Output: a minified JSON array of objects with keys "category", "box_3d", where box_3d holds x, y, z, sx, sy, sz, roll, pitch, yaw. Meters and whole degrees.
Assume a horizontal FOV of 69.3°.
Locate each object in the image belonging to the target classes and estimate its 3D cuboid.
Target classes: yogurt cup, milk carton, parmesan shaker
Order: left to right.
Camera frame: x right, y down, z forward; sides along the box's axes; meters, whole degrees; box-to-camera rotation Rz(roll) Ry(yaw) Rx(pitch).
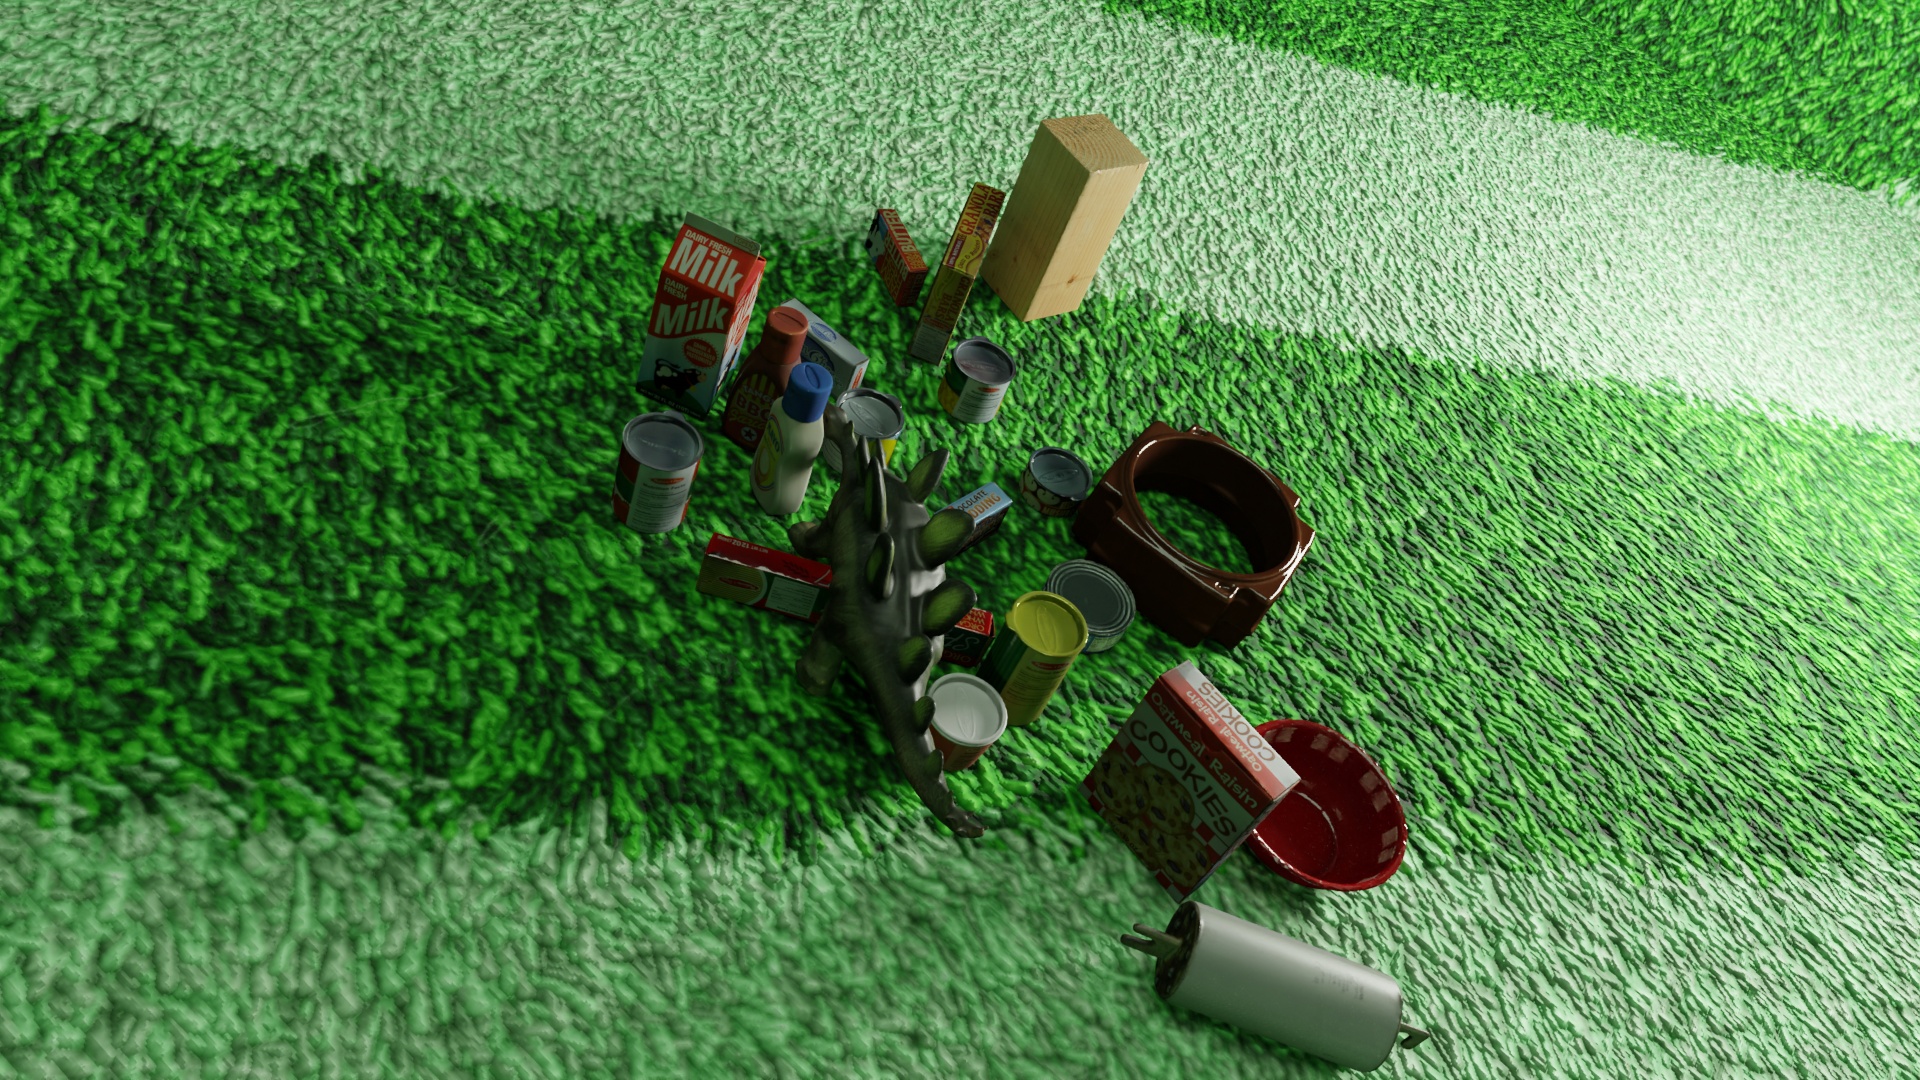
[{"category":"milk carton","box_3d":[-0.230,-0.206,1.241,0.072,0.189,0.074,24,45,-2]},{"category":"yogurt cup","box_3d":[-0.002,0.149,1.118,0.072,0.053,0.073,12,47,-13]},{"category":"parmesan shaker","box_3d":[0.054,0.098,1.153,0.071,0.102,0.072,12,47,-13]}]

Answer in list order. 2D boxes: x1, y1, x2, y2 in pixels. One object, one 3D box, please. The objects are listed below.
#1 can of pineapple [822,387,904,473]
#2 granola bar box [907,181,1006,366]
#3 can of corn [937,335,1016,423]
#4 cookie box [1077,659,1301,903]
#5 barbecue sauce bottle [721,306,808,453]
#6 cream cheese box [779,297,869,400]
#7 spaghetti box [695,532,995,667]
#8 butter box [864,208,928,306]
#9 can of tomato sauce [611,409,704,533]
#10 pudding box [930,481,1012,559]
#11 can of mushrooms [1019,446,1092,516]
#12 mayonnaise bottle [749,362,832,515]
[{"category":"can of pineapple","box_3d":[-0.090,-0.100,1.301,0.071,0.057,0.071,12,47,-13]},{"category":"granola bar box","box_3d":[-0.004,-0.281,1.454,0.039,0.123,0.166,22,45,-4]},{"category":"can of corn","box_3d":[0.016,-0.162,1.402,0.071,0.058,0.071,12,47,-13]},{"category":"cookie box","box_3d":[0.172,0.189,1.077,0.040,0.166,0.123,-26,64,-38]},{"category":"barbecue sauce bottle","box_3d":[-0.170,-0.143,1.241,0.065,0.147,0.044,27,45,1]},{"category":"cream cheese box","box_3d":[-0.140,-0.185,1.359,0.104,0.053,0.024,40,47,14]},{"category":"spaghetti box","box_3d":[-0.095,0.052,1.167,0.250,0.049,0.029,16,46,-9]},{"category":"butter box","box_3d":[-0.070,-0.305,1.497,0.024,0.052,0.104,-7,54,-29]},{"category":"can of tomato sauce","box_3d":[-0.257,-0.058,1.172,0.071,0.082,0.071,12,47,-13]},{"category":"pudding box","box_3d":[0.005,-0.016,1.272,0.030,0.049,0.084,45,48,18]},{"category":"can of mushrooms","box_3d":[0.094,-0.056,1.358,0.071,0.033,0.071,12,47,-13]},{"category":"mayonnaise bottle","box_3d":[-0.146,-0.090,1.204,0.041,0.147,0.065,-7,54,-28]}]
